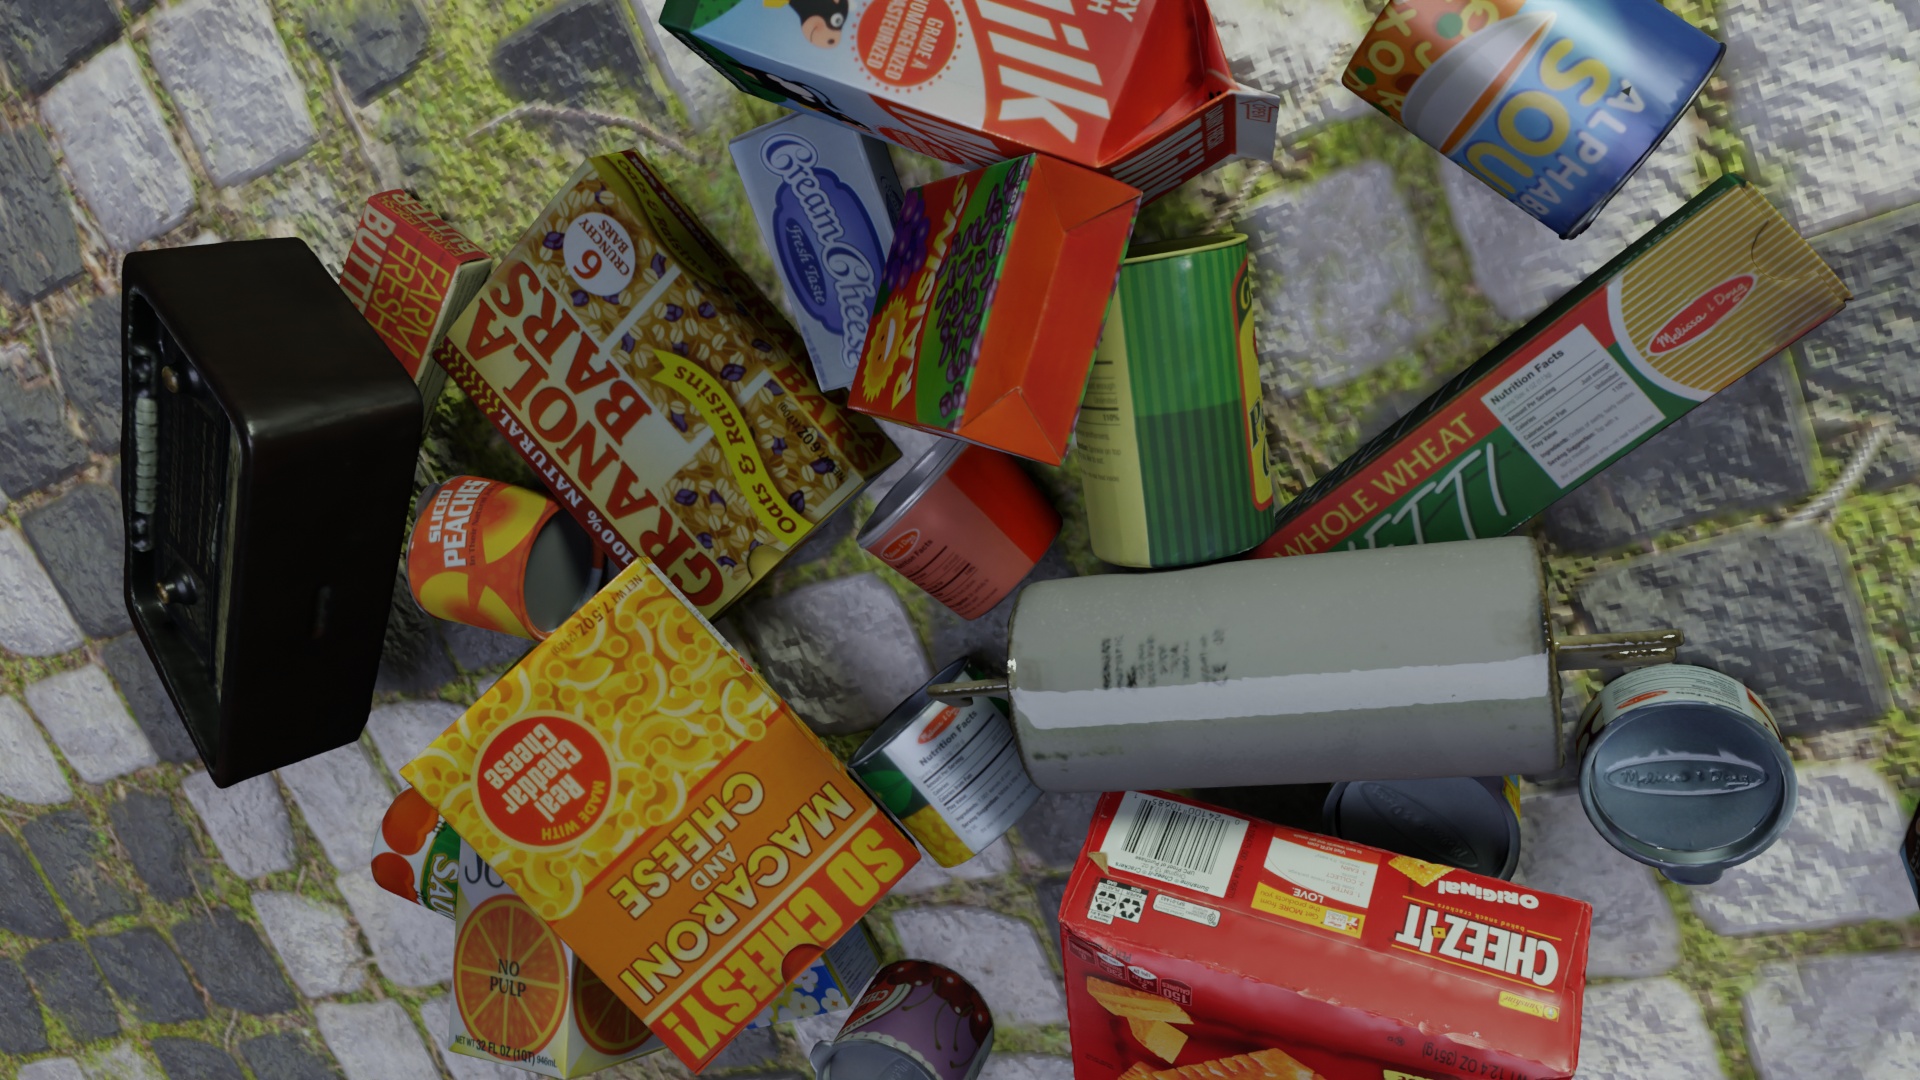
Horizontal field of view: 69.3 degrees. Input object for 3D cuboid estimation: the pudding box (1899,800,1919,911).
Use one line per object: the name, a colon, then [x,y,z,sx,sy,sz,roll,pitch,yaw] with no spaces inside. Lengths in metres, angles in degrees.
pudding box: [0.323,0.104,0.432,0.030,0.084,0.049,13,115,20]

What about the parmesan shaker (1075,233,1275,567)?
parmesan shaker: [0.070,-0.050,0.481,0.071,0.071,0.102,-3,106,23]

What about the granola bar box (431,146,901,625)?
granola bar box: [-0.124,-0.056,0.573,0.123,0.039,0.165,-40,92,30]

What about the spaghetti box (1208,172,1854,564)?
spaghetti box: [0.167,-0.022,0.476,0.050,0.029,0.249,48,119,-2]

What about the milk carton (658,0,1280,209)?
milk carton: [0.011,-0.160,0.447,0.191,0.072,0.073,22,94,10]

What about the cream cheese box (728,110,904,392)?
cream cheese box: [-0.044,-0.112,0.527,0.053,0.024,0.103,-14,104,24]

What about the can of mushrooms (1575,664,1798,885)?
can of mushrooms: [0.249,0.080,0.481,0.071,0.033,0.070,7,112,18]

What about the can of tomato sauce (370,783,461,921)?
can of tomato sauce: [-0.236,0.157,0.684,0.083,0.071,0.071,18,116,15]

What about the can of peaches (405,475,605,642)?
can of peaches: [-0.199,0.007,0.611,0.058,0.071,0.071,11,114,17]

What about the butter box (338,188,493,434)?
butter box: [-0.249,-0.098,0.615,0.053,0.024,0.103,36,119,5]

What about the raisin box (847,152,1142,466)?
raisin box: [0.006,-0.075,0.455,0.040,0.123,0.086,14,93,-21]

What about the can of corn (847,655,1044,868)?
can of corn: [-0.003,0.090,0.569,0.071,0.071,0.058,-40,93,29]

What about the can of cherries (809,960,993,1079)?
can of cherries: [-0.026,0.236,0.638,0.071,0.059,0.071,8,114,19]

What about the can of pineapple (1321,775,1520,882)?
can of pineapple: [0.169,0.091,0.503,0.071,0.058,0.070,8,113,19]

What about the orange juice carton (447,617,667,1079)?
orange juice carton: [-0.171,0.130,0.622,0.072,0.073,0.192,-1,84,29]

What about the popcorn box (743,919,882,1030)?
popcorn box: [-0.113,0.189,0.665,0.126,0.038,0.085,-21,100,27]

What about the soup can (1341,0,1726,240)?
soup can: [0.164,-0.138,0.408,0.084,0.072,0.071,37,119,5]

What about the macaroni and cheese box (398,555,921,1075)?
macaroni and cheese box: [-0.116,0.108,0.557,0.124,0.040,0.166,-43,94,-5]

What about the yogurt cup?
yogurt cup: [0.002,-0.007,0.529,0.054,0.073,0.072,43,120,-8]
